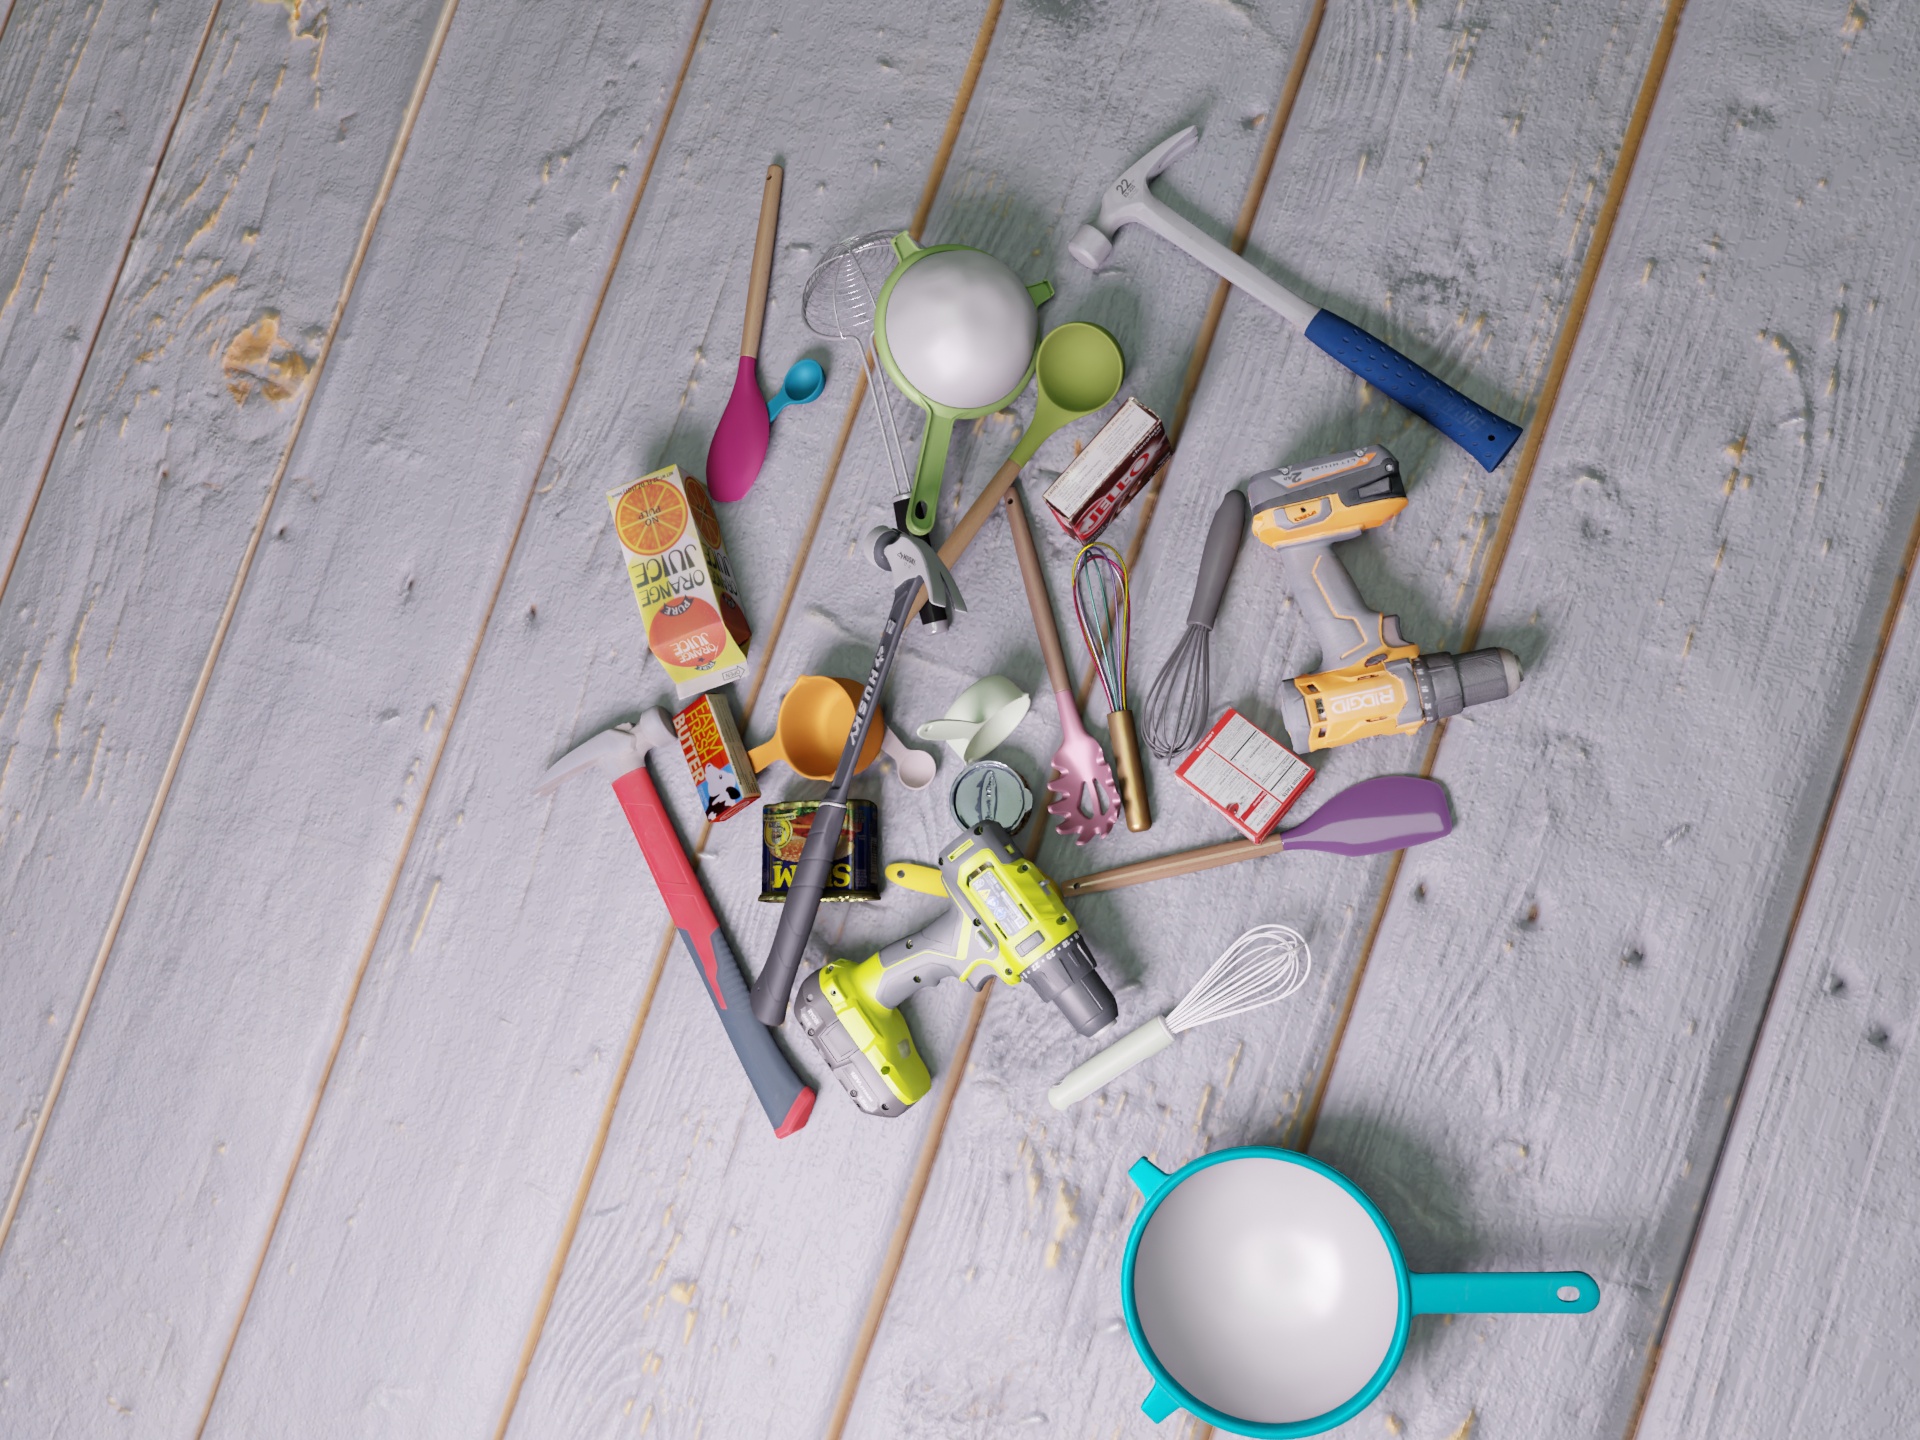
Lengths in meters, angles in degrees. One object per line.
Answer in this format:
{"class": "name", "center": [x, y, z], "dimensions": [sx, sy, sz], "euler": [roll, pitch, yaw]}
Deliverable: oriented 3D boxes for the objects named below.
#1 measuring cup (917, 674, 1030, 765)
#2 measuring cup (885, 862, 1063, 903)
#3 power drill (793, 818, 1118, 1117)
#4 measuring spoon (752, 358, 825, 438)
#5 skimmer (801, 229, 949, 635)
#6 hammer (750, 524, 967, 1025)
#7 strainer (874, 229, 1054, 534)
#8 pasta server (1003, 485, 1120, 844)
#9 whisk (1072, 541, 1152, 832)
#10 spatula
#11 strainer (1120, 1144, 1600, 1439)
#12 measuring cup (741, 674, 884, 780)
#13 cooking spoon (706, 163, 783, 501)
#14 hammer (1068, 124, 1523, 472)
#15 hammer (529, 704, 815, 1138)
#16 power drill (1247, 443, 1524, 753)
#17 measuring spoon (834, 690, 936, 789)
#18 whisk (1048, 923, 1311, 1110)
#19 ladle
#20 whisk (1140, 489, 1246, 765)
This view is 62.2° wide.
{"class": "measuring cup", "center": [-0.002, -0.004, 1.283], "dimensions": [0.038, 0.167, 0.083], "euler": [47, 109, 19]}
{"class": "measuring cup", "center": [0.008, 0.143, 1.330], "dimensions": [0.156, 0.029, 0.062], "euler": [12, 86, 12]}
{"class": "power drill", "center": [-0.002, 0.218, 1.284], "dimensions": [0.228, 0.080, 0.191], "euler": [-39, 80, 14]}
{"class": "measuring spoon", "center": [-0.168, -0.273, 1.435], "dimensions": [0.128, 0.021, 0.042], "euler": [-40, 59, 15]}
{"class": "skimmer", "center": [-0.053, -0.254, 1.396], "dimensions": [0.127, 0.090, 0.363], "euler": [-13, 90, 16]}
{"class": "hammer", "center": [-0.092, 0.053, 1.262], "dimensions": [0.036, 0.149, 0.409], "euler": [13, 101, -29]}
{"class": "strainer", "center": [-0.003, -0.283, 1.330], "dimensions": [0.151, 0.069, 0.256], "euler": [14, 83, -19]}
{"class": "pasta server", "center": [0.077, -0.050, 1.335], "dimensions": [0.060, 0.040, 0.316], "euler": [-18, 78, 22]}
{"class": "whisk", "center": [0.130, -0.029, 1.318], "dimensions": [0.047, 0.051, 0.245], "euler": [-10, 84, 6]}
{"class": "spatula", "center": [0.235, 0.101, 1.289], "dimensions": [0.316, 0.018, 0.060], "euler": [-14, 75, 10]}
{"class": "strainer", "center": [0.294, 0.419, 1.197], "dimensions": [0.340, 0.095, 0.211], "euler": [-4, 85, 11]}
{"class": "measuring cup", "center": [-0.138, 0.022, 1.377], "dimensions": [0.173, 0.052, 0.095], "euler": [-27, 74, 34]}
{"class": "cooking spoon", "center": [-0.190, -0.353, 1.441], "dimensions": [0.069, 0.017, 0.319], "euler": [2, 81, 33]}
{"class": "hammer", "center": [0.288, -0.343, 1.322], "dimensions": [0.406, 0.035, 0.144], "euler": [39, 93, 15]}
{"class": "hammer", "center": [-0.240, 0.186, 1.380], "dimensions": [0.143, 0.038, 0.386], "euler": [-29, 77, 10]}
{"class": "power drill", "center": [0.331, -0.099, 1.261], "dimensions": [0.185, 0.084, 0.226], "euler": [-12, 85, 11]}
{"class": "measuring spoon", "center": [-0.065, 0.014, 1.375], "dimensions": [0.034, 0.018, 0.124], "euler": [-47, 69, 4]}
{"class": "whisk", "center": [0.172, 0.243, 1.273], "dimensions": [0.246, 0.058, 0.059], "euler": [-36, 85, 12]}
{"class": "ladle", "center": [0.030, -0.198, 1.339], "dimensions": [0.078, 0.062, 0.320], "euler": [35, 86, 9]}
{"class": "whisk", "center": [0.198, -0.078, 1.308], "dimensions": [0.055, 0.055, 0.239], "euler": [15, 82, 15]}
